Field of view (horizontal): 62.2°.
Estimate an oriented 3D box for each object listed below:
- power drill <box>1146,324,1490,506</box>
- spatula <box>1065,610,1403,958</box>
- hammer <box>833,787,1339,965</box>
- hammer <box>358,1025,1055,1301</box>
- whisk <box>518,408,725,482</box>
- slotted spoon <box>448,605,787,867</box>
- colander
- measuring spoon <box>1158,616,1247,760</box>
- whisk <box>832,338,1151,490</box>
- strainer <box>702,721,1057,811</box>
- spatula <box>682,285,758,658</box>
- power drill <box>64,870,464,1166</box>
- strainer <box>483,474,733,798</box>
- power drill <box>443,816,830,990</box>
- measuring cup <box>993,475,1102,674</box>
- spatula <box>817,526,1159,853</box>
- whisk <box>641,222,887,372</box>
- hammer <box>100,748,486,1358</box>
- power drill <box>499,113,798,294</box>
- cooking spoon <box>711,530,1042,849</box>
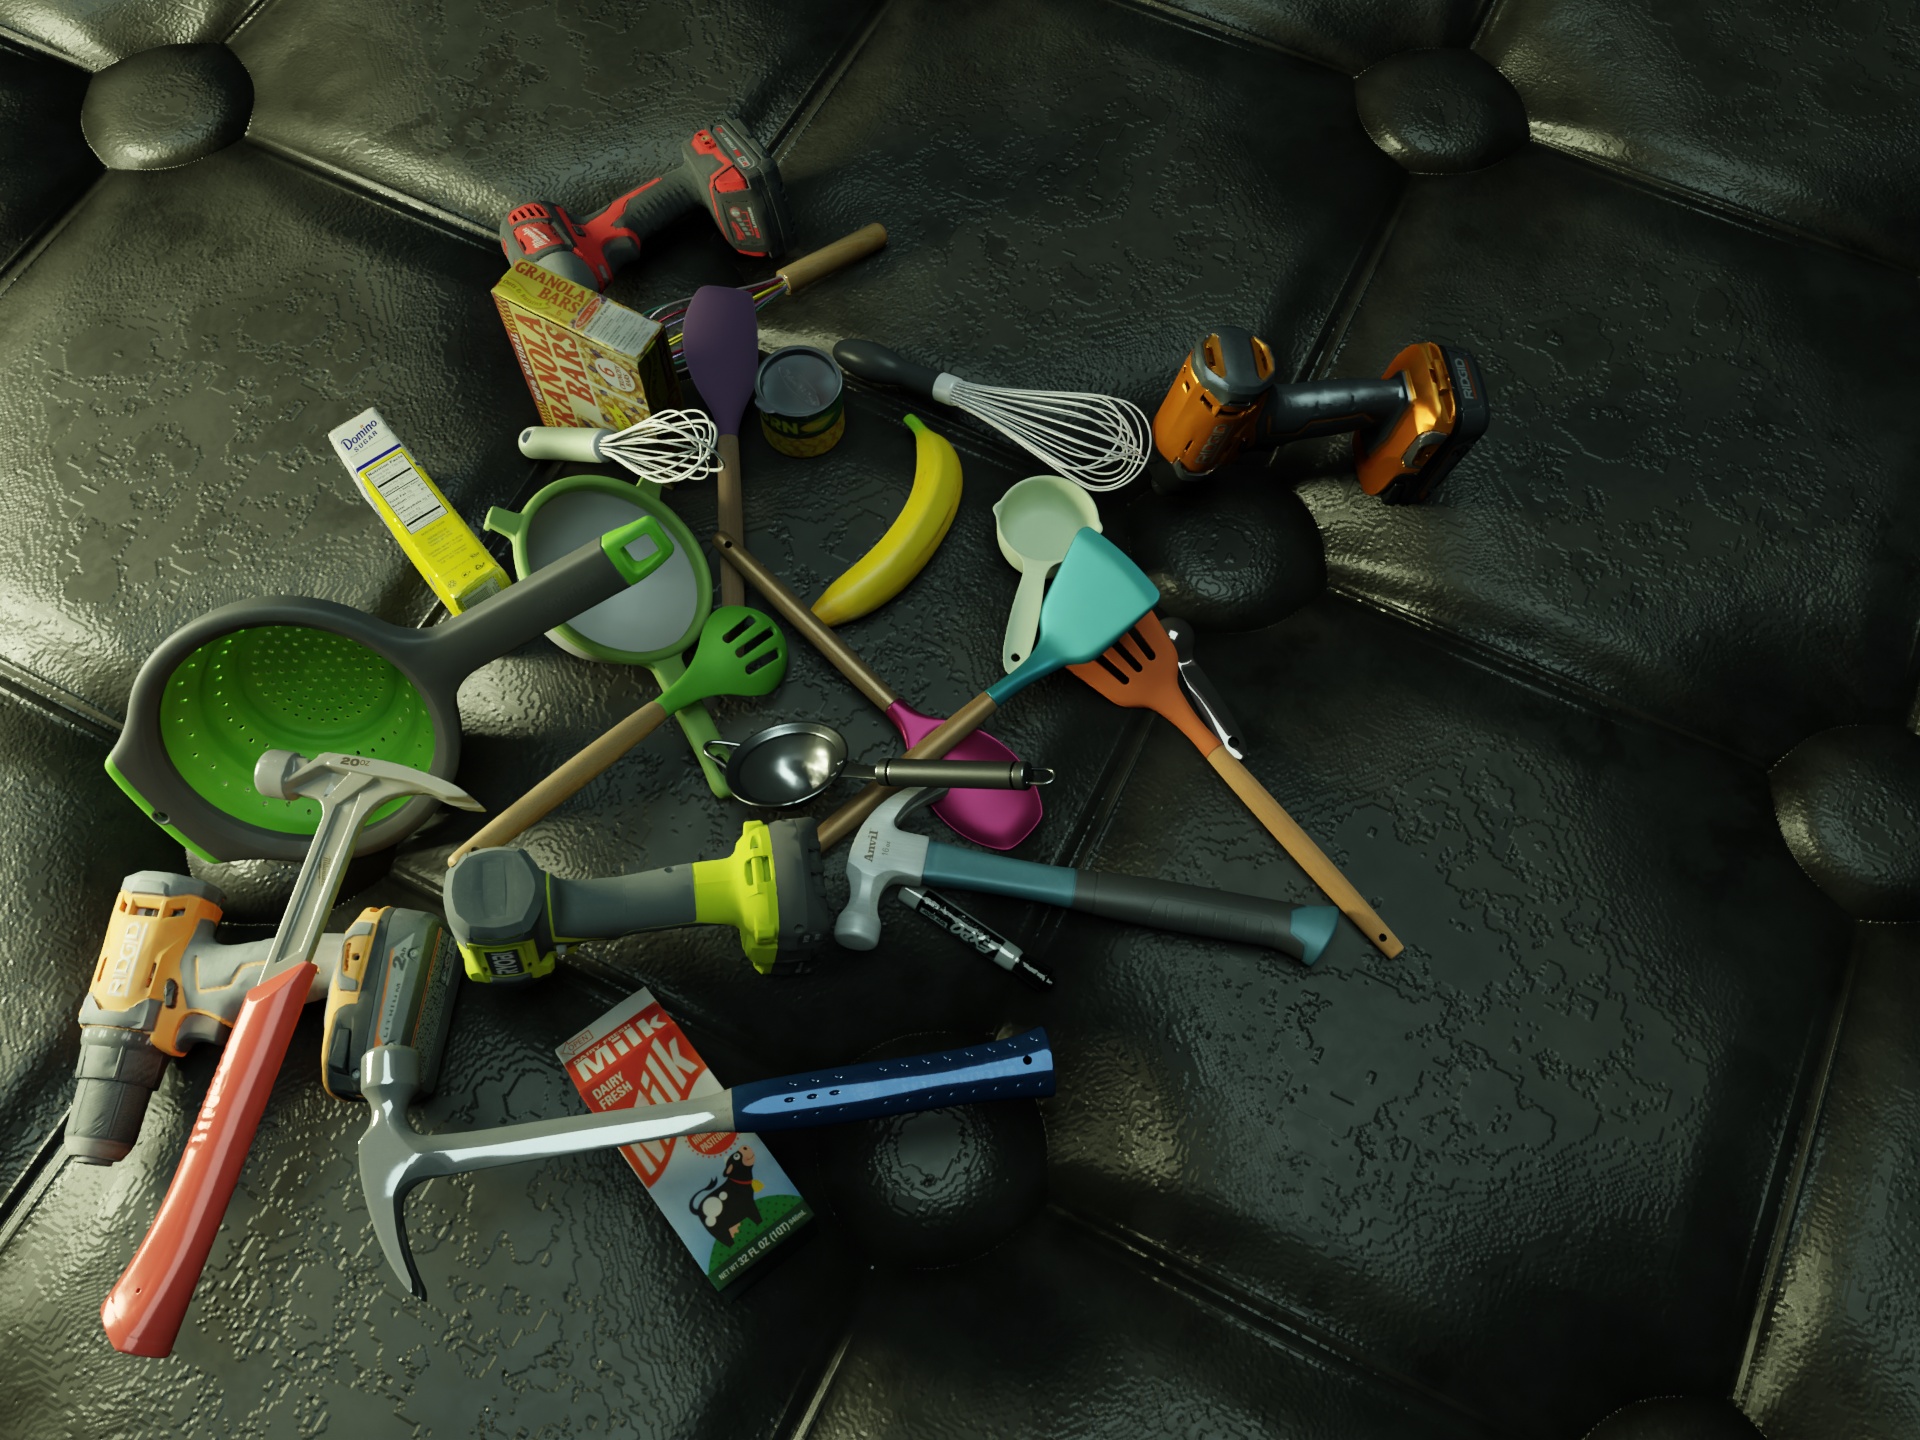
[{"bbox_3d":[0.253,-0.215,1.180,0.226,0.164,0.084,0,65,-14],"label":"power drill"},{"bbox_3d":[0.192,0.039,1.111,0.081,0.041,0.323,-42,73,7],"label":"spatula"},{"bbox_3d":[0.089,0.117,1.066,0.331,0.033,0.128,10,61,-1],"label":"hammer"},{"bbox_3d":[-0.144,0.238,0.937,0.405,0.035,0.144,-7,63,-7],"label":"hammer"},{"bbox_3d":[-0.252,-0.199,1.153,0.246,0.059,0.058,12,73,45],"label":"whisk"},{"bbox_3d":[-0.217,0.008,1.060,0.070,0.031,0.314,54,49,-7],"label":"slotted spoon"},{"bbox_3d":[-0.369,-0.048,1.065,0.397,0.204,0.095,-27,35,7],"label":"colander"},{"bbox_3d":[0.176,-0.025,1.153,0.034,0.018,0.124,-23,68,-11],"label":"measuring spoon"},{"bbox_3d":[0.017,-0.243,1.218,0.285,0.070,0.070,24,67,24],"label":"whisk"},{"bbox_3d":[-0.056,0.037,1.060,0.258,0.050,0.087,1,41,26],"label":"strainer"},{"bbox_3d":[-0.178,-0.191,1.206,0.059,0.018,0.316,1,72,-19],"label":"spatula"},{"bbox_3d":[-0.451,0.197,1.014,0.226,0.084,0.185,5,67,6],"label":"power drill"},{"bbox_3d":[-0.234,-0.050,1.142,0.151,0.069,0.256,-24,84,-45],"label":"strainer"},{"bbox_3d":[-0.202,0.124,1.009,0.223,0.171,0.080,-4,67,-12],"label":"power drill"},{"bbox_3d":[0.055,-0.102,1.178,0.083,0.038,0.168,12,68,5],"label":"measuring cup"},{"bbox_3d":[-0.002,-0.004,1.099,0.317,0.044,0.082,-40,64,-6],"label":"spatula"},{"bbox_3d":[-0.164,-0.346,1.288,0.245,0.047,0.051,-33,82,-19],"label":"whisk"},{"bbox_3d":[-0.410,0.192,0.950,0.149,0.036,0.359,10,70,12],"label":"hammer"},{"bbox_3d":[-0.251,-0.391,1.275,0.219,0.078,0.143,-26,51,-9],"label":"power drill"},{"bbox_3d":[-0.066,-0.028,1.139,0.319,0.017,0.069,44,82,11],"label":"cooking spoon"}]
